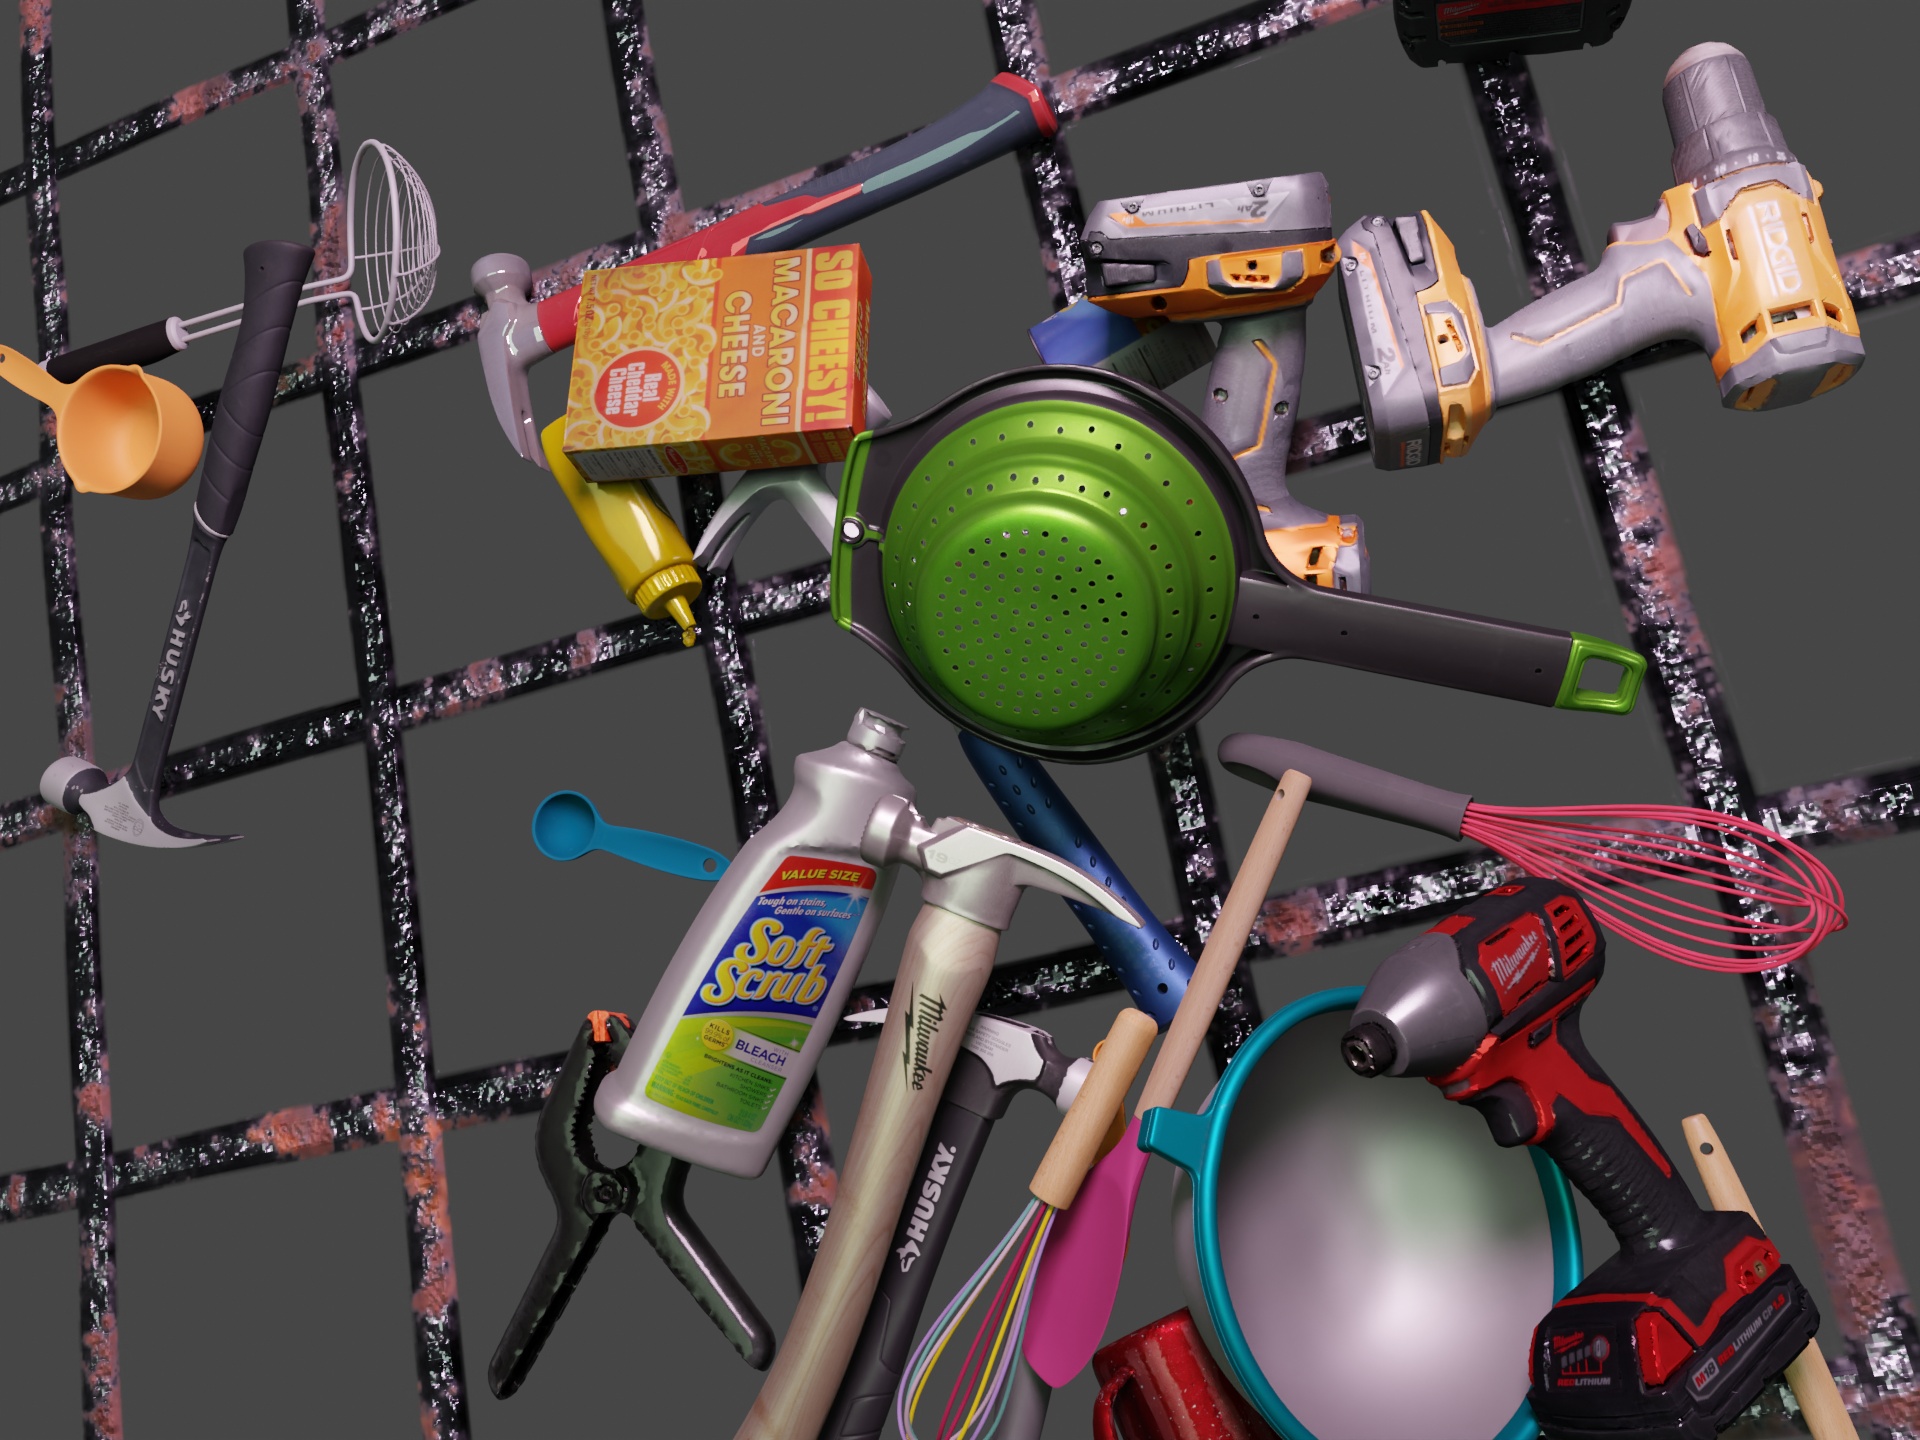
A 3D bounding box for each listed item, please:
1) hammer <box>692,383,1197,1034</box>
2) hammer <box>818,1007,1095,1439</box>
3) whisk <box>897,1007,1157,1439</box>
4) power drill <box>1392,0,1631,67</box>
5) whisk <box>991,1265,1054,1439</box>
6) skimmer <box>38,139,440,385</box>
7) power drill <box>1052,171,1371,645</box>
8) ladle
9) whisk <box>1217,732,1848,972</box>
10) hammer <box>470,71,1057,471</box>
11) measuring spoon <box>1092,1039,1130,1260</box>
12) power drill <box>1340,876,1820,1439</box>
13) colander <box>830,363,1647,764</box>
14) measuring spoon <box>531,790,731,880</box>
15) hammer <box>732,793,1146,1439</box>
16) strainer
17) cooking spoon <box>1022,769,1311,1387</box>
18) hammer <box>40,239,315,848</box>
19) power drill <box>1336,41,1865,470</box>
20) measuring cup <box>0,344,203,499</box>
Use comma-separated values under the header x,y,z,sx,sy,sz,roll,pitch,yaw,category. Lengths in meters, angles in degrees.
x,y,z,sx,sy,sz,roll,pitch,yaw,category
-0.001,-0.003,0.875,0.144,0.035,0.406,-39,70,8,hammer
-0.041,0.309,0.828,0.146,0.035,0.335,20,88,25,hammer
0.035,0.253,0.769,0.051,0.047,0.245,27,89,6,whisk
0.271,-0.473,0.848,0.188,0.080,0.227,1,78,19,power drill
0.017,0.393,0.790,0.055,0.055,0.239,8,78,20,whisk
-0.501,-0.285,1.070,0.363,0.090,0.127,-11,83,17,skimmer
0.117,-0.147,0.798,0.164,0.084,0.226,-4,106,14,power drill
0.383,0.326,0.686,0.069,0.031,0.316,-22,72,14,ladle
0.262,0.053,0.763,0.296,0.073,0.073,17,86,26,whisk
-0.121,-0.281,0.967,0.386,0.038,0.143,-19,76,15,hammer
0.079,0.223,0.820,0.021,0.011,0.117,-3,83,24,measuring spoon
0.255,0.188,0.683,0.220,0.143,0.078,63,147,9,power drill
0.120,-0.044,0.745,0.397,0.094,0.204,12,113,8,colander
-0.191,0.074,0.940,0.128,0.021,0.042,14,84,12,measuring spoon
-0.040,0.252,0.794,0.146,0.038,0.410,20,91,12,hammer
0.196,0.290,0.711,0.095,0.211,0.340,-33,79,57,strainer
0.102,0.172,0.774,0.069,0.017,0.319,24,90,61,cooking spoon
-0.483,-0.109,1.023,0.149,0.036,0.409,22,99,19,hammer
0.305,-0.229,0.789,0.226,0.084,0.185,-11,76,13,power drill
-0.601,-0.216,1.106,0.174,0.052,0.095,31,97,17,measuring cup
